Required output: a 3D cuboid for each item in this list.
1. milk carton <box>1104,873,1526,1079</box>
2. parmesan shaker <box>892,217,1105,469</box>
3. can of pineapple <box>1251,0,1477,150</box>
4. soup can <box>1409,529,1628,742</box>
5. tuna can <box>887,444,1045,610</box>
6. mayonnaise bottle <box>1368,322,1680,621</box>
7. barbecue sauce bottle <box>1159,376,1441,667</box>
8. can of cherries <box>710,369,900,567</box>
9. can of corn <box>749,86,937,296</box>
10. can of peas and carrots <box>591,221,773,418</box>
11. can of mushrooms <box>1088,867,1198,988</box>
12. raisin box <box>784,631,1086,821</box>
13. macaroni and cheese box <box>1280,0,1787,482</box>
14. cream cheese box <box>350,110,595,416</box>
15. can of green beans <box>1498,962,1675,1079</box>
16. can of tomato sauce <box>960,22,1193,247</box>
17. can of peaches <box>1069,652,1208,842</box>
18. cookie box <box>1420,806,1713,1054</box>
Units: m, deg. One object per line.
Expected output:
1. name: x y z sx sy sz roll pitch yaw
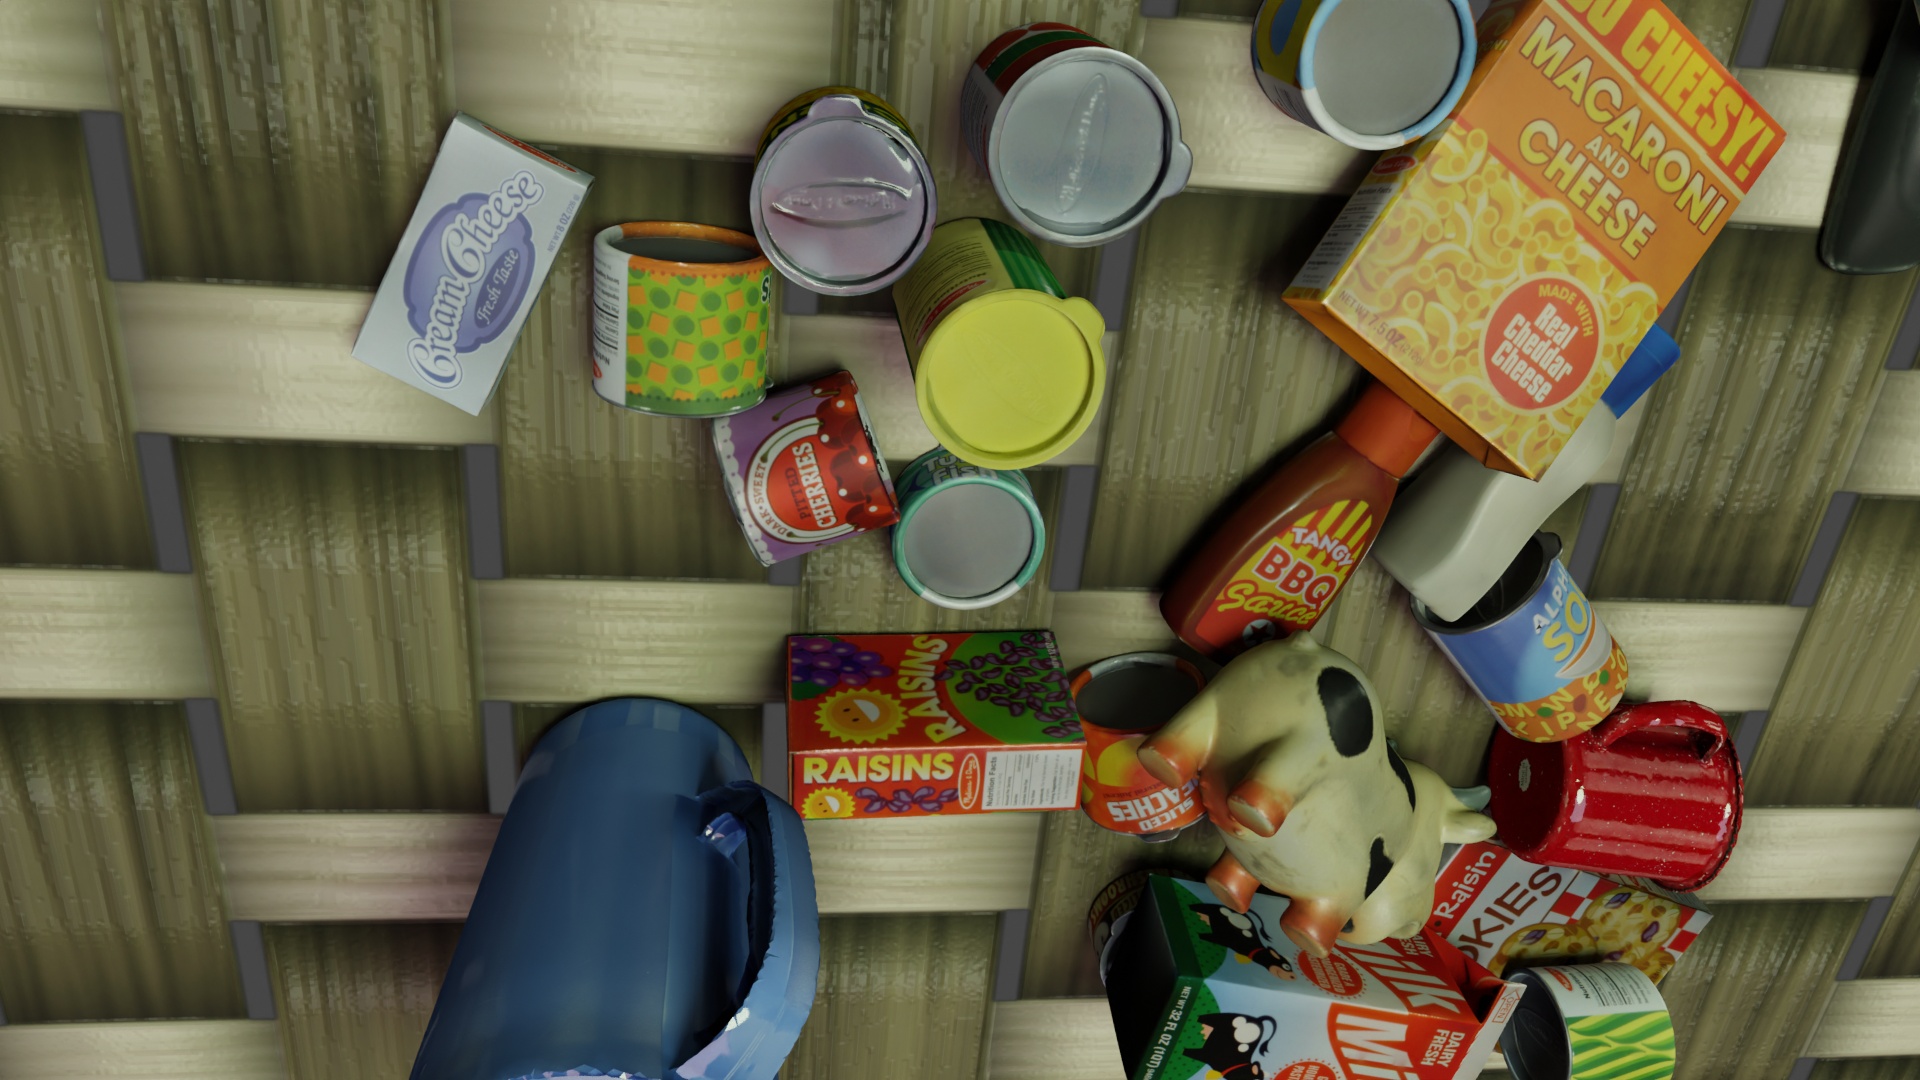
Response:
1. milk carton: 0.174 0.226 0.669 0.191 0.074 0.072 13 113 -11
2. parmesan shaker: 0.014 -0.079 0.523 0.071 0.103 0.071 -3 117 -6
3. can of pineapple: 0.149 -0.185 0.515 0.071 0.058 0.070 -3 116 -6
4. soup can: 0.259 0.041 0.636 0.071 0.071 0.083 -39 115 11
5. tuna can: 0.002 -0.007 0.596 0.071 0.033 0.070 -3 117 -6
6. mayonnaise bottle: 0.243 -0.035 0.601 0.041 0.065 0.148 37 103 -21
7. barbecue sauce bottle: 0.155 -0.009 0.610 0.065 0.044 0.148 27 109 -26
8. can of cherries: -0.061 -0.028 0.555 0.058 0.072 0.071 -18 117 1
9. can of corn: -0.044 -0.133 0.513 0.071 0.058 0.070 -3 117 -6
10. can of peas and carrots: -0.103 -0.085 0.526 0.071 0.071 0.058 3 115 -9
11. can of mushrooms: 0.099 0.202 0.712 0.071 0.033 0.070 -3 117 -6
12. raisin box: -0.014 0.079 0.606 0.123 0.086 0.039 0 121 -8
13. macaroni and cheese box: 0.223 -0.126 0.542 0.123 0.040 0.166 35 92 -19
14. cream cheese box: -0.186 -0.104 0.527 0.053 0.024 0.103 26 110 -17
15. can of green beans: 0.314 0.248 0.701 0.058 0.071 0.071 0 116 -9
16. can of tomato sauce: 0.039 -0.149 0.503 0.071 0.083 0.071 -3 117 -6
17. can of peaches: 0.084 0.093 0.636 0.071 0.071 0.057 -12 116 -2
18. cookie box: 0.293 0.212 0.741 0.167 0.040 0.122 20 112 -18
